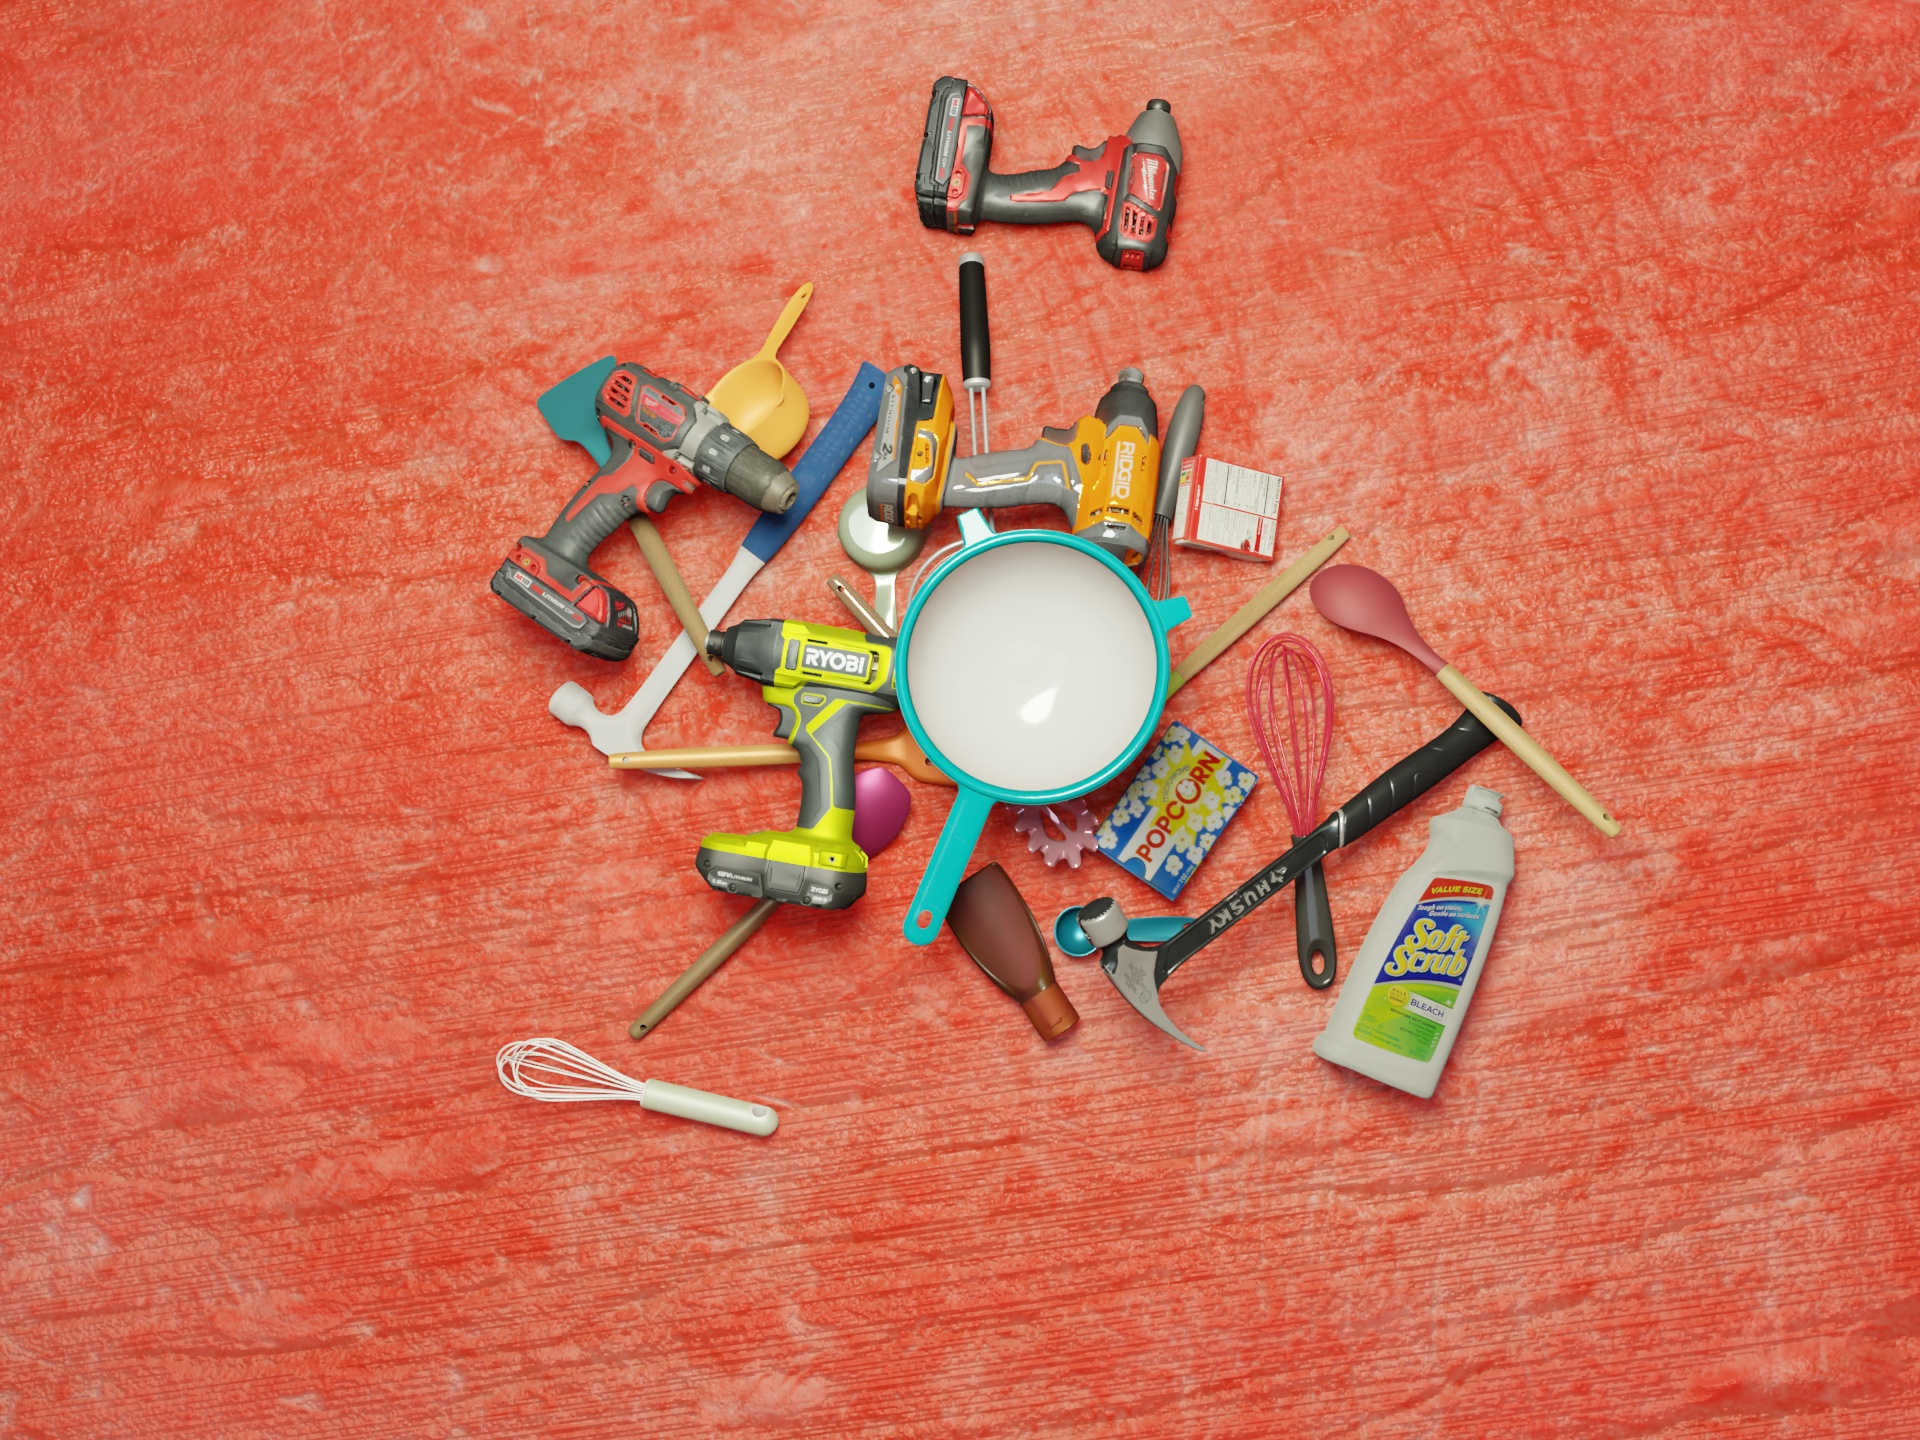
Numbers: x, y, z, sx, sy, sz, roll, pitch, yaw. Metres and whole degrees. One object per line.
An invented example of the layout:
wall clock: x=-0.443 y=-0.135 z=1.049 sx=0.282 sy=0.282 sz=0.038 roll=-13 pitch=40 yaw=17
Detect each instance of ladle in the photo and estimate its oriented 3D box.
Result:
ladle: x=0.199 y=-0.061 z=1.324 sx=0.320 sy=0.062 sz=0.078 roll=-41 pitch=51 yaw=-2
ladle: x=0.405 y=-0.021 z=1.277 sx=0.069 sy=0.031 sz=0.316 roll=-35 pitch=69 yaw=-23

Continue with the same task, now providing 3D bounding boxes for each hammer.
hammer: x=-0.180 y=-0.131 z=1.371 sx=0.144 sy=0.035 sz=0.405 roll=36 pitch=89 yaw=7
hammer: x=0.289 y=0.103 z=1.267 sx=0.409 sy=0.036 sz=0.149 roll=-34 pitch=106 yaw=-12

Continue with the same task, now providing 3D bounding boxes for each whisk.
whisk: x=-0.274 y=0.314 z=1.345 sx=0.246 sy=0.058 sz=0.059 roll=13 pitch=121 yaw=3
whisk: x=0.280 y=0.075 z=1.308 sx=0.073 sy=0.073 sz=0.296 roll=-6 pitch=92 yaw=4
whisk: x=0.170 y=-0.171 z=1.342 sx=0.055 sy=0.055 sz=0.239 roll=16 pitch=83 yaw=6

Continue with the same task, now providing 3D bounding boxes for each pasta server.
pasta server: x=-0.002 y=-0.004 z=1.318 sx=0.060 sy=0.040 sz=0.316 roll=-43 pitch=86 yaw=4

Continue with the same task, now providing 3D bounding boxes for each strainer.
strainer: x=0.030 y=0.015 z=1.263 sx=0.211 sy=0.095 sz=0.340 roll=23 pitch=96 yaw=-2

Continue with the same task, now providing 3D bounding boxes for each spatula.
spatula: x=-0.273 y=-0.174 z=1.364 sx=0.082 sy=0.044 sz=0.318 roll=-29 pitch=79 yaw=4
spatula: x=-0.132 y=0.026 z=1.336 sx=0.322 sy=0.041 sz=0.081 roll=-2 pitch=86 yaw=-8

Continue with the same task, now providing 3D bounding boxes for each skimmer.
skimmer: x=0.013 y=-0.219 z=1.364 sx=0.127 sy=0.090 sz=0.363 roll=-1 pitch=75 yaw=-6

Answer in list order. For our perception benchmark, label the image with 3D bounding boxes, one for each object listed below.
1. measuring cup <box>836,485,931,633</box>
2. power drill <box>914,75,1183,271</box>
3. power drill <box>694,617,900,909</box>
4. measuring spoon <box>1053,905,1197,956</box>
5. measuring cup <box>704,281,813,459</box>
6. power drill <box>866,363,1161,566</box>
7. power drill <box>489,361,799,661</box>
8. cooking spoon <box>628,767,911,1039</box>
measuring cup: x=-0.067 y=-0.121 z=1.358 sx=0.083 sy=0.038 sz=0.168 roll=-2 pitch=83 yaw=5
power drill: x=0.079 y=-0.472 z=1.357 sx=0.219 sy=0.078 sz=0.143 roll=11 pitch=87 yaw=3
power drill: x=-0.136 y=0.031 z=1.288 sx=0.171 sy=0.080 sz=0.223 roll=9 pitch=88 yaw=3
measuring spoon: x=0.141 y=0.175 z=1.333 sx=0.128 sy=0.021 sz=0.042 roll=-1 pitch=86 yaw=-4
measuring cup: x=-0.155 y=-0.296 z=1.371 sx=0.095 sy=0.052 sz=0.174 roll=9 pitch=66 yaw=38
power drill: x=0.048 y=-0.218 z=1.274 sx=0.226 sy=0.084 sz=0.164 roll=9 pitch=75 yaw=2
power drill: x=-0.255 y=-0.159 z=1.299 sx=0.188 sy=0.080 sz=0.226 roll=33 pitch=92 yaw=13
cooking spoon: x=-0.166 y=0.160 z=1.343 sx=0.319 sy=0.017 sz=0.068 roll=-44 pitch=103 yaw=6
